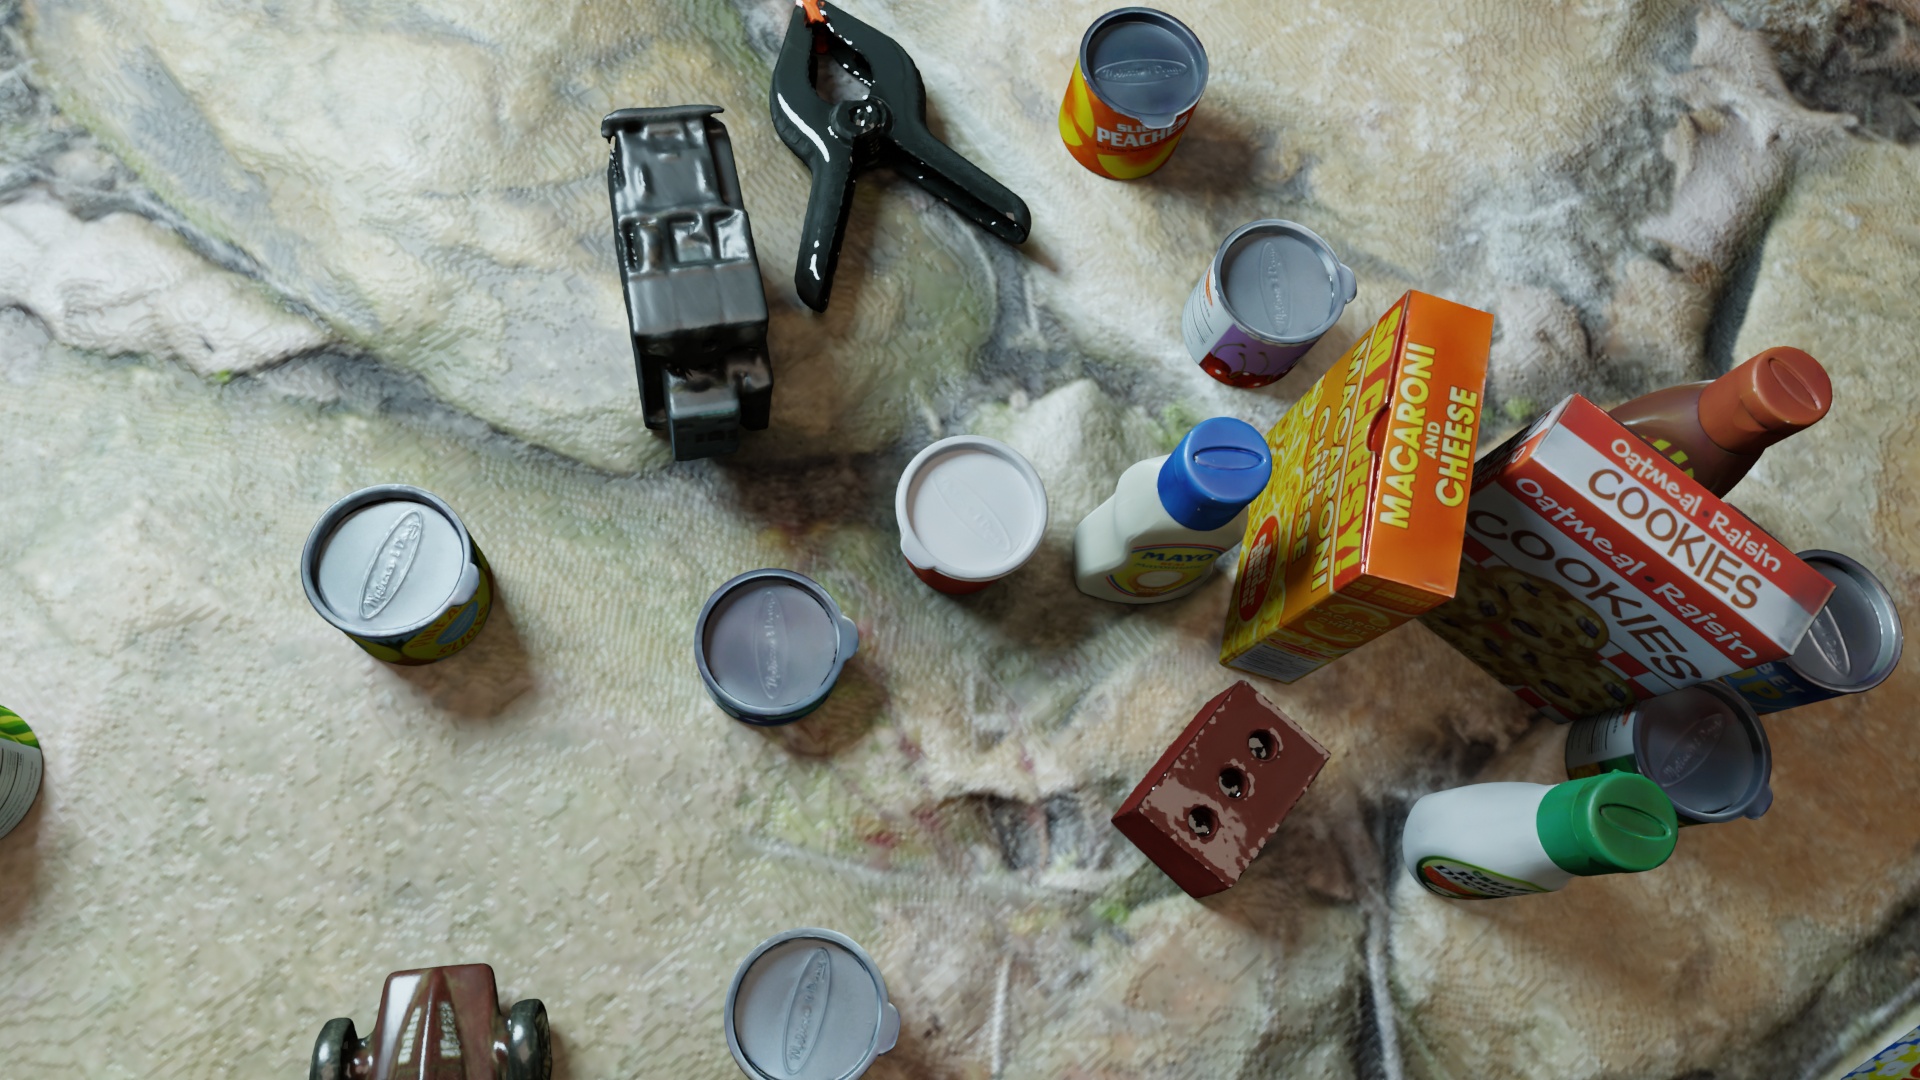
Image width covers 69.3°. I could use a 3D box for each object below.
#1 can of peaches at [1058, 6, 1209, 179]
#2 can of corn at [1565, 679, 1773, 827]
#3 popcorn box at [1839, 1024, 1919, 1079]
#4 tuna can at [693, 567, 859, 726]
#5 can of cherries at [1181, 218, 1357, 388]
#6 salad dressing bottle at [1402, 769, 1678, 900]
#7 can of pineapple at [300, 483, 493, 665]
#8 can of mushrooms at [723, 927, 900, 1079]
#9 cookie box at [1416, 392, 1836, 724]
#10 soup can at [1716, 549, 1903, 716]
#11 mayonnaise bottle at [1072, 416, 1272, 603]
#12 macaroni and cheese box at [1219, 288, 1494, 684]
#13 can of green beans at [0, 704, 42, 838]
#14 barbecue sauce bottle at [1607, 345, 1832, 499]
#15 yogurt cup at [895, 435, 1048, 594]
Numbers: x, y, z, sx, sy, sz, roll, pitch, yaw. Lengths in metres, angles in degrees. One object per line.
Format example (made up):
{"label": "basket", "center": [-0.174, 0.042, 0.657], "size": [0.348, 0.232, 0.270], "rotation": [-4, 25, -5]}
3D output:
{"label": "can of peaches", "center": [0.088, -0.226, 0.714], "size": [0.071, 0.058, 0.071], "rotation": [2, 73, -7]}
{"label": "can of corn", "center": [0.328, 0.102, 0.644], "size": [0.071, 0.058, 0.071], "rotation": [2, 73, -7]}
{"label": "popcorn box", "center": [0.449, 0.237, 0.604], "size": [0.127, 0.085, 0.038], "rotation": [-24, 78, -14]}
{"label": "tuna can", "center": [-0.081, 0.048, 0.616], "size": [0.071, 0.032, 0.071], "rotation": [2, 72, -7]}
{"label": "can of cherries", "center": [0.151, -0.115, 0.687], "size": [0.071, 0.058, 0.071], "rotation": [2, 73, -7]}
{"label": "salad dressing bottle", "center": [0.236, 0.123, 0.577], "size": [0.064, 0.147, 0.044], "rotation": [19, 71, -2]}
{"label": "can of pineapple", "center": [-0.235, 0.017, 0.590], "size": [0.071, 0.057, 0.071], "rotation": [2, 73, -7]}
{"label": "can of mushrooms", "center": [-0.061, 0.194, 0.572], "size": [0.071, 0.033, 0.071], "rotation": [2, 72, -7]}
{"label": "cookie box", "center": [0.264, 0.015, 0.605], "size": [0.123, 0.167, 0.040], "rotation": [38, 72, 5]}
{"label": "soup can", "center": [0.380, 0.048, 0.655], "size": [0.071, 0.083, 0.071], "rotation": [2, 73, -7]}
{"label": "mayonnaise bottle", "center": [0.092, -0.010, 0.598], "size": [0.065, 0.147, 0.041], "rotation": [2, 73, -8]}
{"label": "macaroni and cheese box", "center": [0.165, -0.015, 0.601], "size": [0.040, 0.166, 0.124], "rotation": [16, 71, -3]}
{"label": "can of green beans", "center": [-0.408, 0.089, 0.543], "size": [0.071, 0.057, 0.071], "rotation": [2, 73, -7]}
{"label": "barbecue sauce bottle", "center": [0.335, -0.044, 0.644], "size": [0.044, 0.148, 0.065], "rotation": [-36, 81, -16]}
{"label": "yogurt cup", "center": [0.002, -0.008, 0.634], "size": [0.072, 0.053, 0.072], "rotation": [2, 72, -7]}
